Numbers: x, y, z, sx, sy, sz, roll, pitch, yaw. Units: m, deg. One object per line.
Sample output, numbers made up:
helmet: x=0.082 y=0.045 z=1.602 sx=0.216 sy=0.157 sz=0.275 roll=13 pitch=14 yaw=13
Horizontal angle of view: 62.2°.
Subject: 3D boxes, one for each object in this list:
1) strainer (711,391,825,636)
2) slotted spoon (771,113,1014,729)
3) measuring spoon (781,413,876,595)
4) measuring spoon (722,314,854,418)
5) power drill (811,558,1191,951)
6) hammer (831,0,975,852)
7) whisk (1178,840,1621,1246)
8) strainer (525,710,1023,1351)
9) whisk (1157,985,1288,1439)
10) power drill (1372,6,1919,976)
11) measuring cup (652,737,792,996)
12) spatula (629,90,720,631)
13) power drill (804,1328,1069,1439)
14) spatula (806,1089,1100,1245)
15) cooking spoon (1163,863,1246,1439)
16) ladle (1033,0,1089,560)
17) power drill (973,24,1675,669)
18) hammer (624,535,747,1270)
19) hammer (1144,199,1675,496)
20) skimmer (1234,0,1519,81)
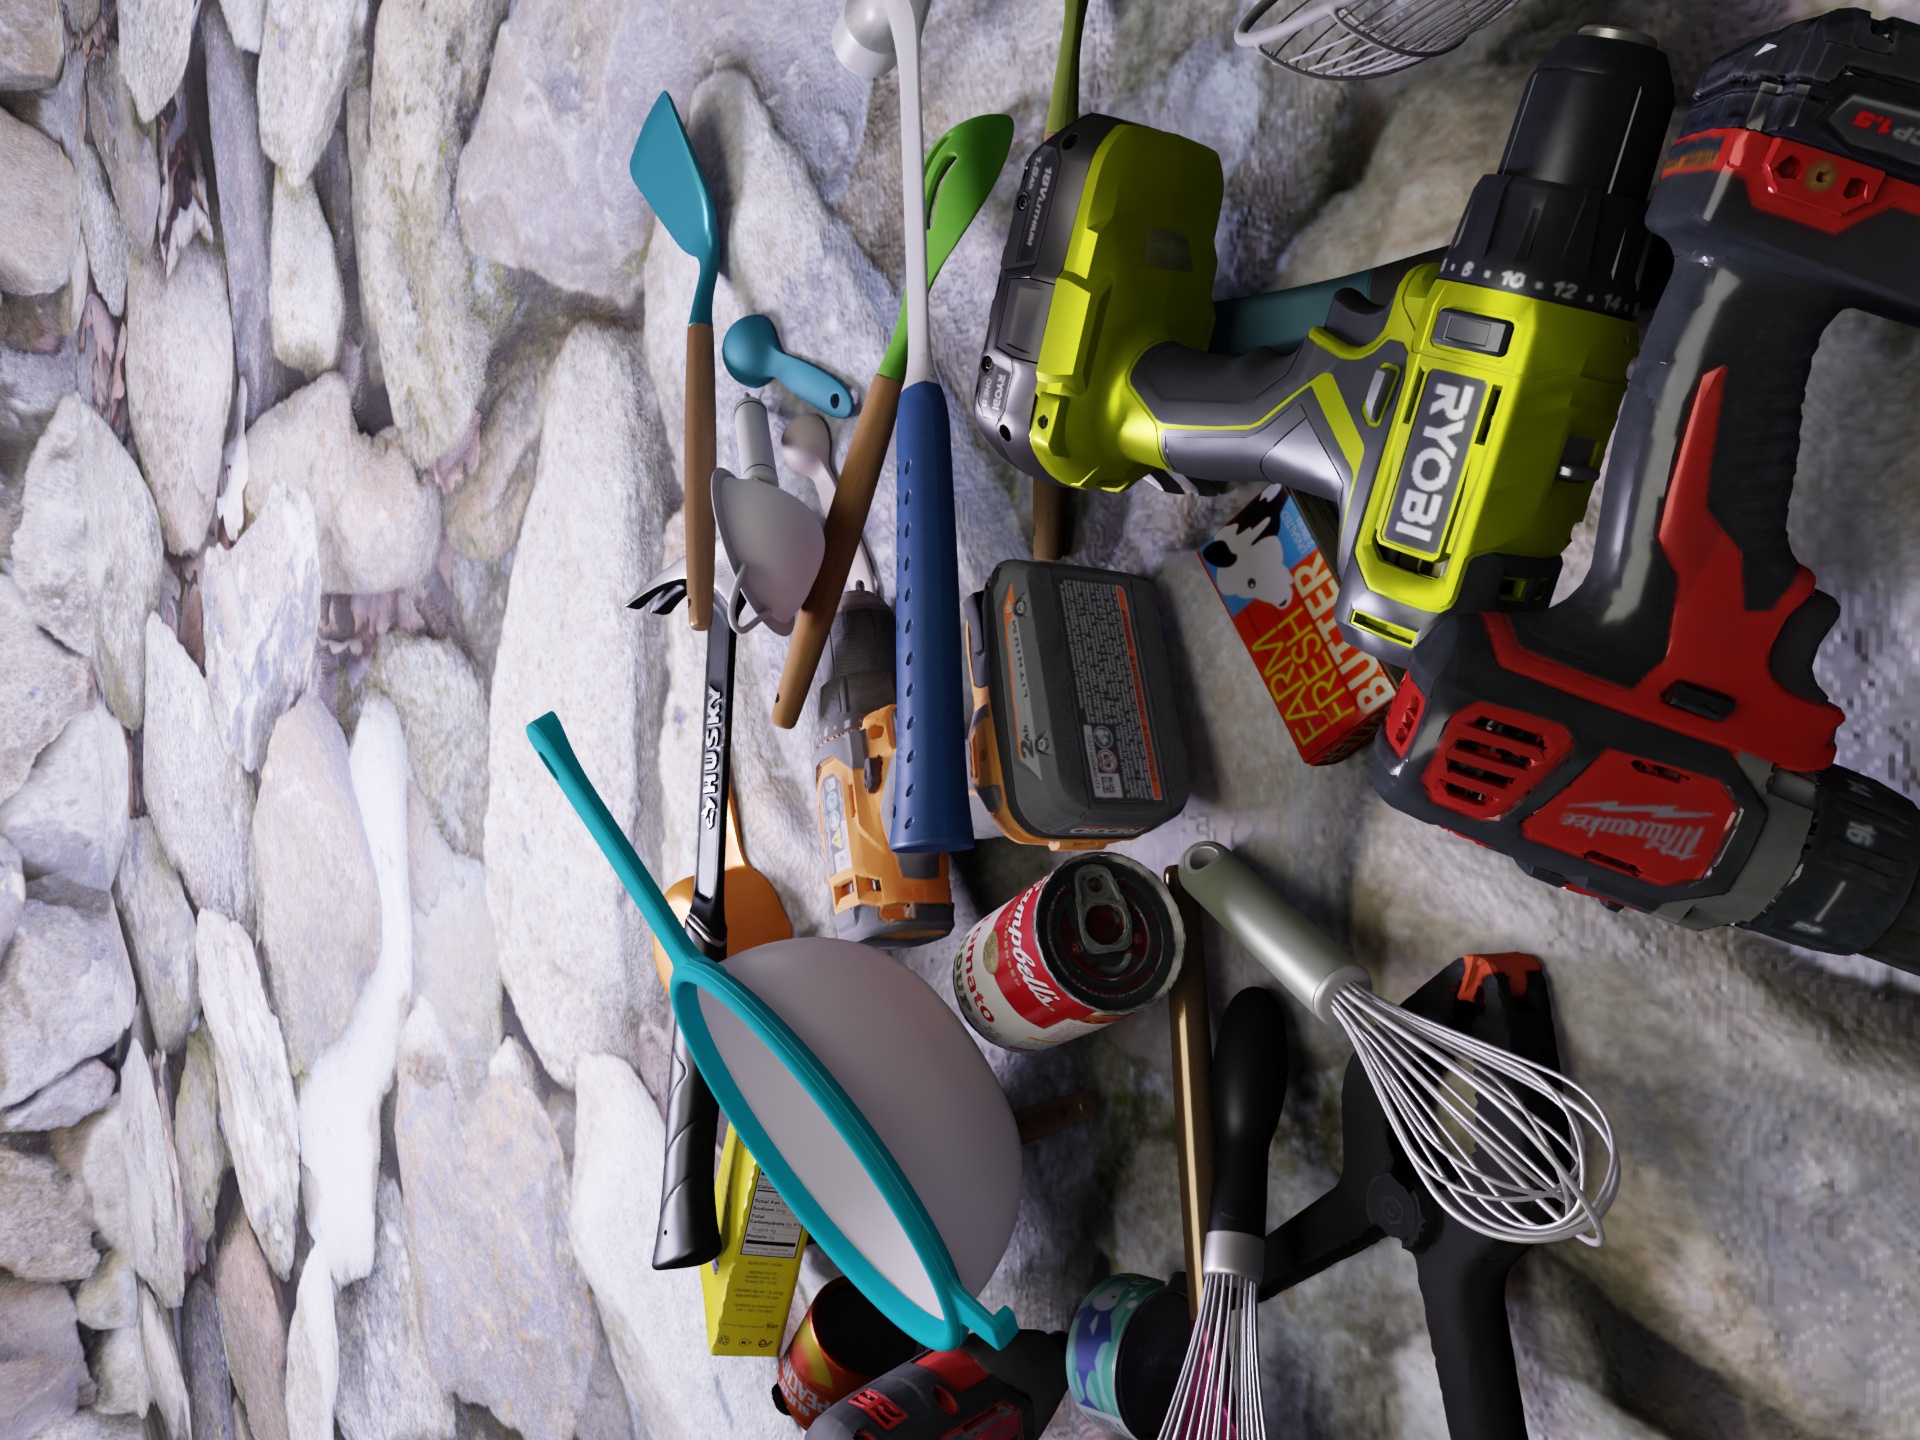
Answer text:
strainer: x=-0.101 y=-0.120 z=0.816 sx=0.259 sy=0.050 sz=0.086 roll=-107 pitch=-8 yaw=-56
slotted spoon: x=-0.041 y=-0.141 z=0.772 sx=0.070 sy=0.031 sz=0.313 roll=43 pitch=117 yaw=60
measuring spoon: x=-0.073 y=-0.113 z=0.864 sx=0.034 sy=0.018 sz=0.124 roll=-41 pitch=64 yaw=44
measuring spoon: x=-0.100 y=-0.194 z=0.884 sx=0.129 sy=0.021 sz=0.042 roll=38 pitch=121 yaw=44
power drill: x=-0.001 y=-0.002 z=0.745 sx=0.226 sy=0.084 sz=0.185 roll=-32 pitch=61 yaw=52
hammer: x=-0.016 y=-0.149 z=0.664 sx=0.144 sy=0.035 sz=0.406 roll=155 pitch=115 yaw=-68
whisk: x=0.142 y=0.103 z=0.569 sx=0.059 sy=0.058 sz=0.247 roll=57 pitch=175 yaw=-29
strainer: x=-0.073 y=0.123 z=0.740 sx=0.340 sy=0.095 sz=0.211 roll=57 pitch=156 yaw=1
whisk: x=0.099 y=0.232 z=0.586 sx=0.070 sy=0.070 sz=0.285 roll=-27 pitch=42 yaw=48
power drill: x=0.235 y=-0.044 z=0.419 sx=0.188 sy=0.080 sz=0.226 roll=20 pitch=107 yaw=4
measuring cup: x=-0.155 y=0.093 z=0.955 sx=0.095 sy=0.052 sz=0.174 roll=-18 pitch=82 yaw=50
spatula: x=-0.161 y=-0.203 z=0.915 sx=0.082 sy=0.044 sz=0.318 roll=-32 pitch=58 yaw=58
power drill: x=0.005 y=0.394 z=0.737 sx=0.079 sy=0.143 sz=0.219 roll=8 pitch=106 yaw=48
spatula: x=-0.029 y=0.234 z=0.847 sx=0.316 sy=0.018 sz=0.060 roll=-33 pitch=66 yaw=48
cooking spoon: x=0.101 y=0.218 z=0.652 sx=0.069 sy=0.017 sz=0.319 roll=-20 pitch=69 yaw=56
ladle: x=0.031 y=-0.231 z=0.701 sx=0.078 sy=0.062 sz=0.320 roll=-103 pitch=14 yaw=-77
power drill: x=0.117 y=-0.137 z=0.539 sx=0.229 sy=0.080 sz=0.190 roll=29 pitch=113 yaw=43
hammer: x=-0.145 y=0.096 z=0.889 sx=0.149 sy=0.036 sz=0.409 roll=-6 pitch=78 yaw=44
hammer: x=0.163 y=-0.152 z=0.567 sx=0.331 sy=0.033 sz=0.128 roll=3 pitch=95 yaw=50
skimmer: x=0.097 y=-0.362 z=0.580 sx=0.127 sy=0.090 sz=0.364 roll=-32 pitch=62 yaw=12
